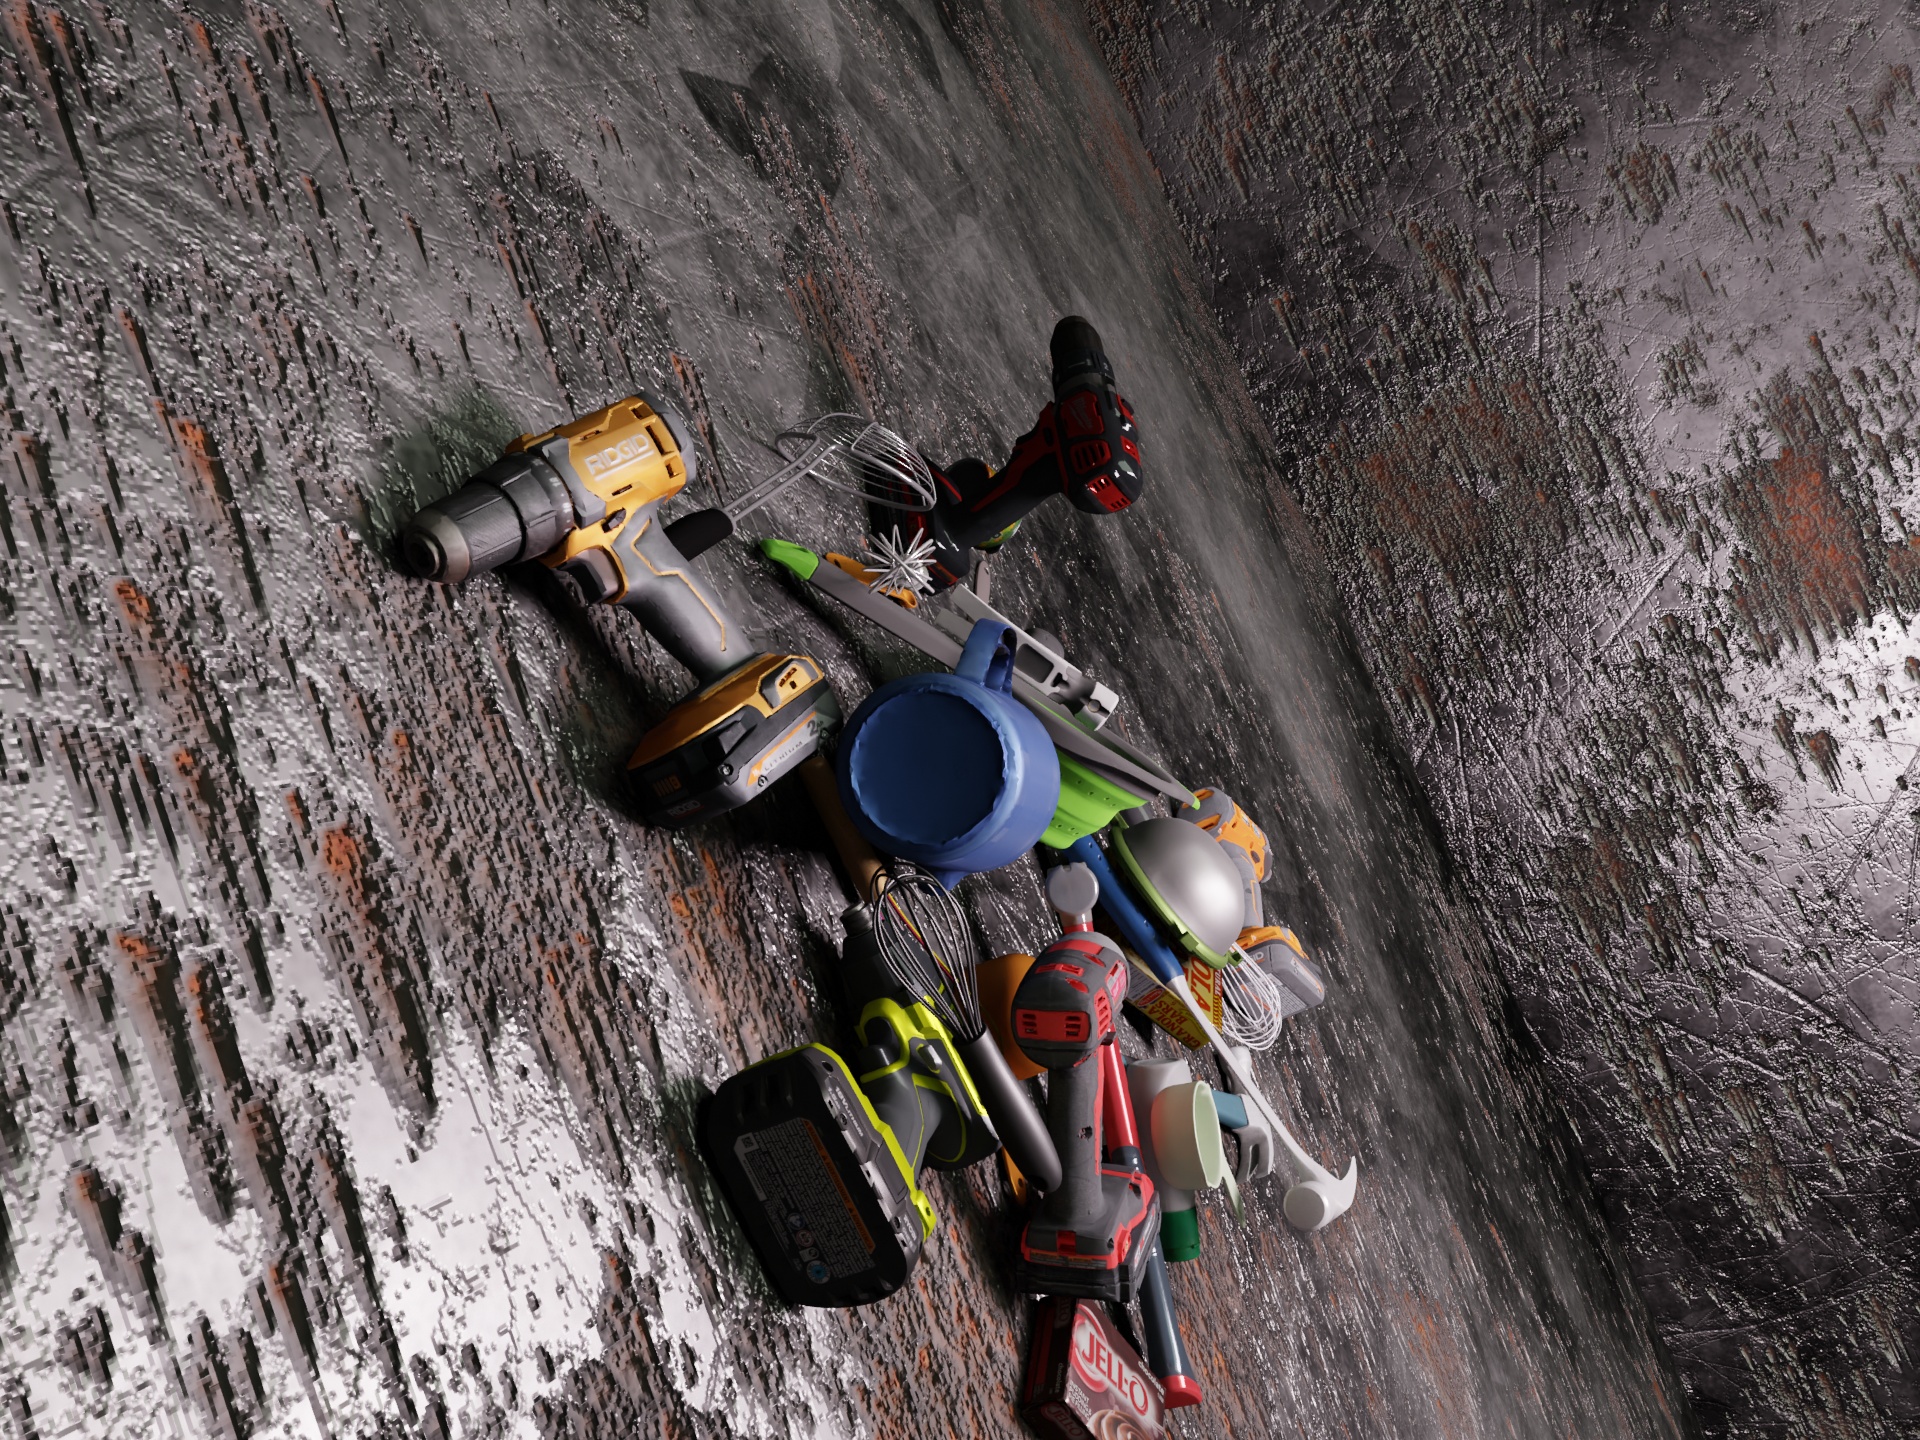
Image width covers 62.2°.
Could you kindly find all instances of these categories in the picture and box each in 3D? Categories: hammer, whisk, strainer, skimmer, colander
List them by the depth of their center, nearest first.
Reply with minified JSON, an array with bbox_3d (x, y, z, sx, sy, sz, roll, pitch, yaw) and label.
[{"bbox_3d":[0.009,0.182,0.924,0.238,0.055,0.055,64,22,-20],"label":"whisk"},{"bbox_3d":[-0.039,0.133,1.042,0.245,0.047,0.051,63,25,2],"label":"whisk"},{"bbox_3d":[-0.132,-0.130,1.082,0.363,0.127,0.090,-47,152,-53],"label":"skimmer"},{"bbox_3d":[0.116,0.295,1.156,0.143,0.038,0.386,59,20,-82],"label":"hammer"},{"bbox_3d":[-0.039,-0.110,1.166,0.059,0.058,0.246,41,3,-1],"label":"whisk"},{"bbox_3d":[-0.002,-0.004,1.200,0.396,0.094,0.205,31,7,-25],"label":"colander"},{"bbox_3d":[0.179,0.219,1.275,0.406,0.035,0.144,55,16,22],"label":"hammer"},{"bbox_3d":[0.058,-0.059,1.321,0.146,0.035,0.335,35,6,0],"label":"hammer"},{"bbox_3d":[0.190,0.318,1.356,0.330,0.033,0.128,32,39,-52],"label":"hammer"},{"bbox_3d":[0.171,0.093,1.370,0.257,0.069,0.151,57,13,26],"label":"strainer"},{"bbox_3d":[0.222,0.186,1.519,0.284,0.070,0.070,60,23,4],"label":"whisk"}]

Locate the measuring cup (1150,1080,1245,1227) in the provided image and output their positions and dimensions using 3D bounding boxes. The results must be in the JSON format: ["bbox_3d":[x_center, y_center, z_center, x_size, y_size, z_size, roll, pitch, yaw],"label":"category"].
[{"bbox_3d":[0.178,0.334,1.185,0.083,0.038,0.167,-80,153,-45],"label":"measuring cup"}]

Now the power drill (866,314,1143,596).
[{"bbox_3d":[0.037,-0.221,1.310,0.080,0.226,0.188,37,37,-48],"label":"power drill"}]

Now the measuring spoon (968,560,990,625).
[{"bbox_3d":[0.025,-0.110,1.439,0.034,0.018,0.124,50,27,-31],"label":"measuring spoon"}]

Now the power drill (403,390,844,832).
[{"bbox_3d":[-0.180,-0.053,0.864,0.185,0.084,0.226,-40,104,-49],"label":"power drill"}]

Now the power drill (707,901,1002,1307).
[{"bbox_3d":[-0.052,0.210,0.904,0.171,0.080,0.223,64,20,-5],"label":"power drill"}]

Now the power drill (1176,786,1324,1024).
[{"bbox_3d":[0.305,0.196,1.661,0.164,0.084,0.227,41,29,-44],"label":"power drill"}]

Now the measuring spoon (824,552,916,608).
[{"bbox_3d":[-0.072,-0.109,1.251,0.116,0.011,0.021,21,43,-54],"label":"measuring spoon"}]

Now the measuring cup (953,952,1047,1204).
[{"bbox_3d":[0.046,0.243,1.098,0.095,0.052,0.174,37,34,-48],"label":"measuring cup"}]

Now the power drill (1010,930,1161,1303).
[{"bbox_3d":[0.080,0.248,1.032,0.143,0.078,0.219,-34,122,-70],"label":"power drill"}]
